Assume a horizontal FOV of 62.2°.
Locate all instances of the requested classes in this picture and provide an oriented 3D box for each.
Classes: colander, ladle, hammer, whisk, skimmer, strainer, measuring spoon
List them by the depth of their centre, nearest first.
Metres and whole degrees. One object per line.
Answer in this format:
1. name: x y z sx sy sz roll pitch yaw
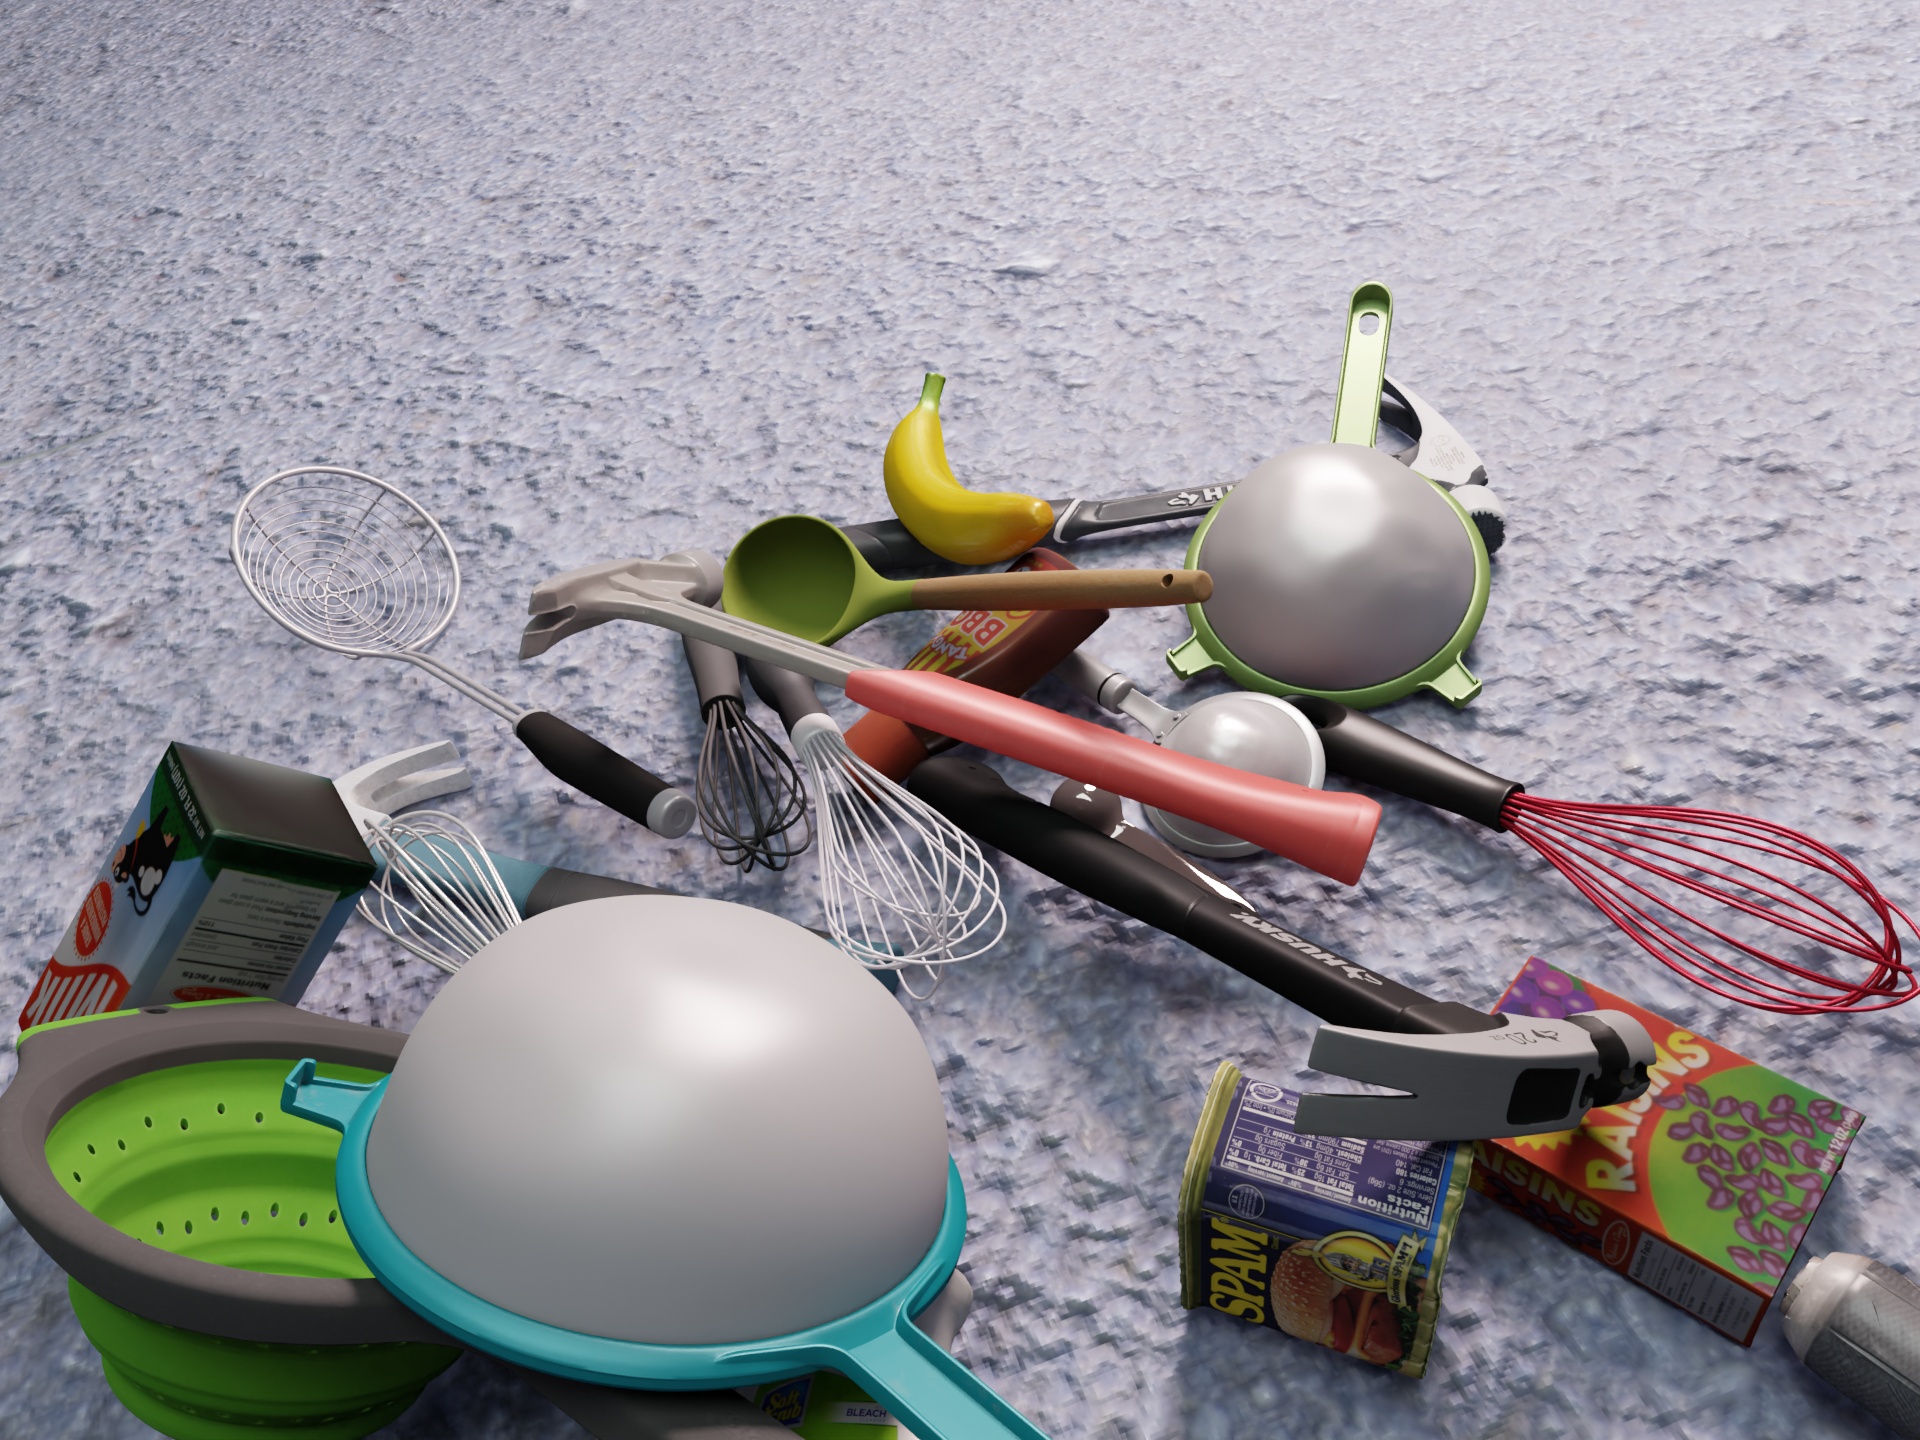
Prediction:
1. strainer: -0.050 0.135 0.492 0.211 0.095 0.341 -5 22 -45
2. colander: -0.169 0.212 0.519 0.397 0.094 0.204 20 9 31
3. hammer: 0.082 0.074 0.622 0.146 0.035 0.335 2 14 -38
4. whisk: -0.173 0.119 0.659 0.246 0.059 0.058 39 67 22
5. whisk: 0.249 0.045 0.671 0.073 0.073 0.296 -39 43 -26
6. hammer: -0.001 -0.002 0.681 0.359 0.036 0.149 19 18 12
7. whisk: -0.055 0.025 0.696 0.070 0.070 0.285 -21 33 -11
8. measuring spoon: 0.086 0.058 0.712 0.034 0.018 0.124 -43 52 -15
9. hammer: -0.182 0.084 0.734 0.331 0.033 0.128 11 49 22
10. ladle: -0.011 -0.064 0.747 0.320 0.062 0.078 4 74 52
11. strainer: 0.080 -0.010 0.773 0.087 0.050 0.259 -47 47 -9
12. strainer: 0.194 -0.131 0.798 0.151 0.069 0.256 7 66 16
13. whisk: -0.117 -0.005 0.808 0.055 0.055 0.239 -17 39 -6
14. skimmer: -0.255 -0.044 0.826 0.364 0.090 0.127 26 27 38
15. hammer: 0.080 -0.119 0.891 0.409 0.036 0.149 -8 42 4

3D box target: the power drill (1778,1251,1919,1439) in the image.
1. power drill: 0.389 0.177 0.487 0.226 0.084 0.185 -39 48 -21
